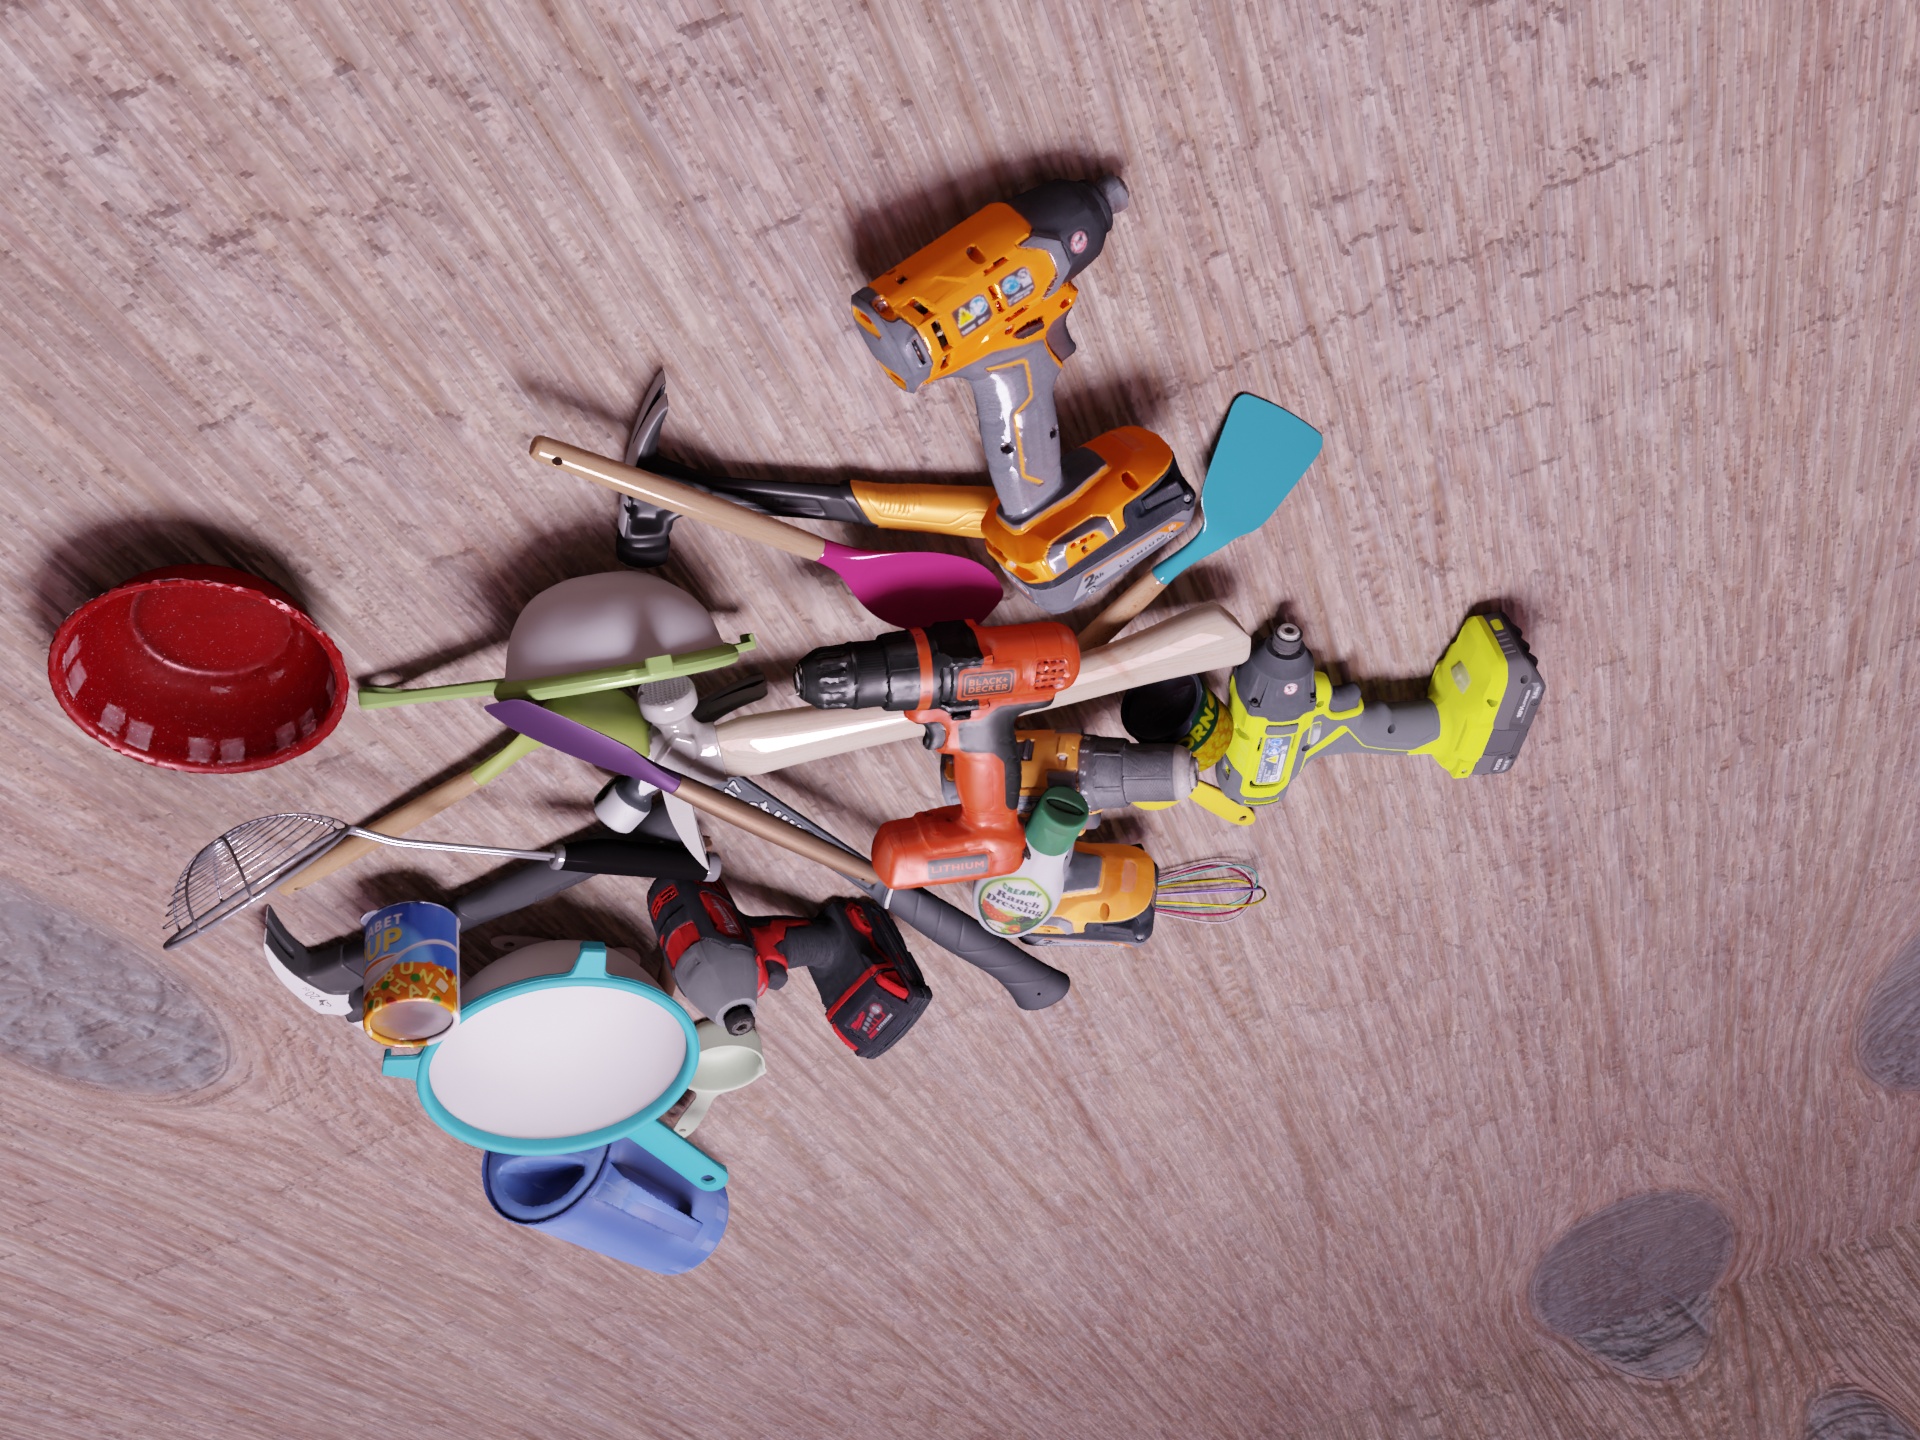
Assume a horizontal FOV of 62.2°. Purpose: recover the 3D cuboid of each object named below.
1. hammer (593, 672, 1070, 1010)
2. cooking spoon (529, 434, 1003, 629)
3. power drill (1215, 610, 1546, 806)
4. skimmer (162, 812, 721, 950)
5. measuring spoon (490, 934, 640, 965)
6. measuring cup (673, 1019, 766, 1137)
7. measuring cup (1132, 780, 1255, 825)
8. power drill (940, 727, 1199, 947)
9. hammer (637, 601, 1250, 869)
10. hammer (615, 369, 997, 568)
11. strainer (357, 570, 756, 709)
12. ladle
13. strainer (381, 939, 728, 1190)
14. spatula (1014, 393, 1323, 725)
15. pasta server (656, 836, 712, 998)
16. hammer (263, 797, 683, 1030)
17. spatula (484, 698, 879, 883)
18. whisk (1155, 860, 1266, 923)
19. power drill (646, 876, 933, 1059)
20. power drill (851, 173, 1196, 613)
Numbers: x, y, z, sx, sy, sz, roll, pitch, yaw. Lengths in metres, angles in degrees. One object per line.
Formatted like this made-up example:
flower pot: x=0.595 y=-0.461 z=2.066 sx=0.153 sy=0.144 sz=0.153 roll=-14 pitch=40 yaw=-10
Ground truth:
hammer: x=-0.064 y=0.113 z=1.185 sx=0.408 sy=0.036 sz=0.149 roll=36 pitch=107 yaw=-29
cooking spoon: x=-0.107 y=-0.111 z=0.956 sx=0.318 sy=0.017 sz=0.068 roll=17 pitch=131 yaw=-34
power drill: x=0.314 y=-0.014 z=1.205 sx=0.223 sy=0.080 sz=0.171 roll=-6 pitch=138 yaw=-7
skimmer: x=-0.334 y=0.117 z=1.075 sx=0.363 sy=0.090 sz=0.127 roll=8 pitch=168 yaw=-32
measuring spoon: x=-0.315 y=0.191 z=1.275 sx=0.124 sy=0.018 sz=0.034 roll=15 pitch=130 yaw=-30
measuring cup: x=-0.231 y=0.323 z=1.434 sx=0.083 sy=0.038 sz=0.167 roll=9 pitch=135 yaw=-26
measuring cup: x=0.192 y=0.065 z=1.286 sx=0.156 sy=0.029 sz=0.062 roll=27 pitch=124 yaw=-36
power drill: x=0.099 y=0.086 z=1.208 sx=0.185 sy=0.084 sz=0.226 roll=-2 pitch=142 yaw=17
hammer: x=-0.002 y=-0.003 z=1.083 sx=0.410 sy=0.038 sz=0.146 roll=-12 pitch=127 yaw=-7
hammer: x=-0.038 y=-0.139 z=0.986 sx=0.336 sy=0.034 sz=0.127 roll=2 pitch=137 yaw=-20
strainer: x=-0.266 y=-0.051 z=0.992 sx=0.256 sy=0.151 sz=0.069 roll=-6 pitch=97 yaw=15
ladle: x=-0.349 y=0.061 z=1.094 sx=0.320 sy=0.062 sz=0.078 roll=-28 pitch=157 yaw=17
strainer: x=-0.288 y=0.278 z=1.288 sx=0.211 sy=0.095 sz=0.340 roll=-29 pitch=134 yaw=7
spatula: x=0.120 y=-0.091 z=1.099 sx=0.082 sy=0.044 sz=0.317 roll=18 pitch=133 yaw=-34
pasta server: x=-0.241 y=0.203 z=1.309 sx=0.060 sy=0.040 sz=0.316 roll=4 pitch=131 yaw=-21
hammer: x=-0.356 y=0.133 z=1.186 sx=0.335 sy=0.035 sz=0.146 roll=-24 pitch=139 yaw=9
spatula: x=-0.166 y=0.050 z=1.026 sx=0.060 sy=0.018 sz=0.315 roll=-10 pitch=151 yaw=43
whisk: x=0.145 y=0.151 z=1.359 sx=0.245 sy=0.047 sz=0.051 roll=-3 pitch=139 yaw=-10
power drill: x=-0.132 y=0.190 z=1.223 sx=0.219 sy=0.143 sz=0.078 roll=21 pitch=117 yaw=-45
power drill: x=0.054 y=-0.190 z=0.908 sx=0.164 sy=0.084 sz=0.226 roll=-35 pitch=130 yaw=-5
